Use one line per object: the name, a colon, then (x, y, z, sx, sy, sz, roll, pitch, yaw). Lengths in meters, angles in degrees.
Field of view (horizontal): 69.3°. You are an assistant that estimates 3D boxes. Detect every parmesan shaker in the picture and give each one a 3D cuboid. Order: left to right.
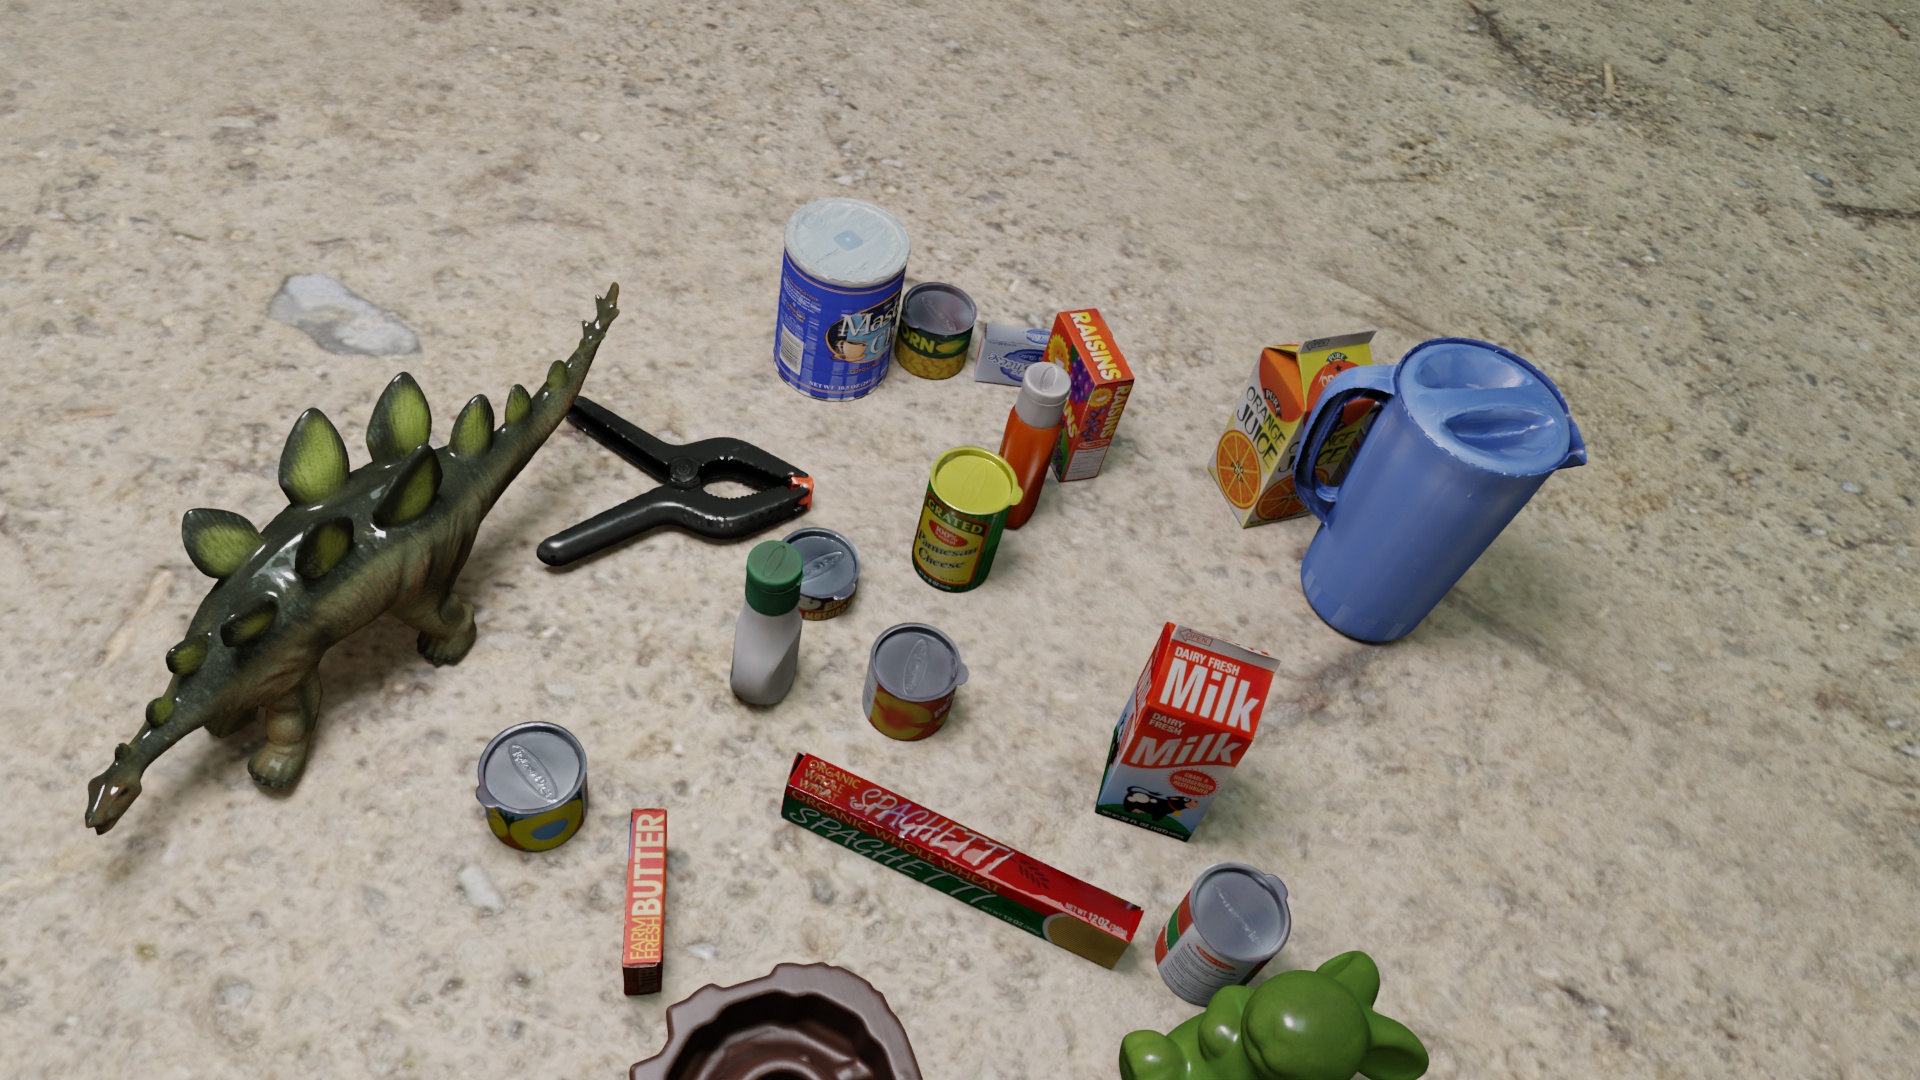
parmesan shaker: (0.004, -0.013, 1.068, 0.071, 0.102, 0.072, 6, 51, -8)

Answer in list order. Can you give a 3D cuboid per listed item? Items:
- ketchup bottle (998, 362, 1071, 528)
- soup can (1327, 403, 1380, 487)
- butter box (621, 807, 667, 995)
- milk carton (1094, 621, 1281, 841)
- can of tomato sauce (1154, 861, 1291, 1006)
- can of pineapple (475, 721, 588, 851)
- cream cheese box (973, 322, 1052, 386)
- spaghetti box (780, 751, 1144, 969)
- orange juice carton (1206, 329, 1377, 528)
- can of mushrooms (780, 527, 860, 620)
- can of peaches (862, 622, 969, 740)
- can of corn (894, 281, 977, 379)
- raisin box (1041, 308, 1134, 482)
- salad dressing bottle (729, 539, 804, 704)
ketchup bottle: (0.054, -0.077, 1.100, 0.043, 0.148, 0.065, 19, 51, 3)
soup can: (0.363, -0.067, 1.203, 0.071, 0.083, 0.072, 6, 51, -8)
butter box: (-0.196, 0.225, 0.867, 0.024, 0.052, 0.104, 2, 52, -11)
milk carton: (0.152, 0.121, 0.938, 0.072, 0.189, 0.074, 18, 51, 2)
can of tomato sauce: (0.170, 0.256, 0.905, 0.071, 0.082, 0.071, 6, 51, -8)
can of pineapple: (-0.277, 0.160, 0.897, 0.071, 0.057, 0.071, 6, 51, -8)
cream cheese box: (0.067, -0.161, 1.230, 0.104, 0.053, 0.024, 6, 52, -8)
spaghetti box: (-0.003, 0.212, 0.922, 0.250, 0.049, 0.029, 24, 51, 6)
orange juice carton: (0.276, -0.101, 1.140, 0.072, 0.191, 0.073, -11, 56, -20)
can of mushrooms: (-0.109, 0.027, 1.055, 0.071, 0.033, 0.071, 6, 51, -8)
can of peaches: (-0.033, 0.103, 0.997, 0.071, 0.057, 0.071, 6, 51, -8)
can of corn: (-0.025, -0.183, 1.224, 0.071, 0.058, 0.071, 6, 51, -8)
raisin box: (0.099, -0.120, 1.160, 0.040, 0.122, 0.086, -9, 55, -19)
salad dressing bottle: (-0.132, 0.057, 0.953, 0.044, 0.146, 0.064, 21, 51, 4)
